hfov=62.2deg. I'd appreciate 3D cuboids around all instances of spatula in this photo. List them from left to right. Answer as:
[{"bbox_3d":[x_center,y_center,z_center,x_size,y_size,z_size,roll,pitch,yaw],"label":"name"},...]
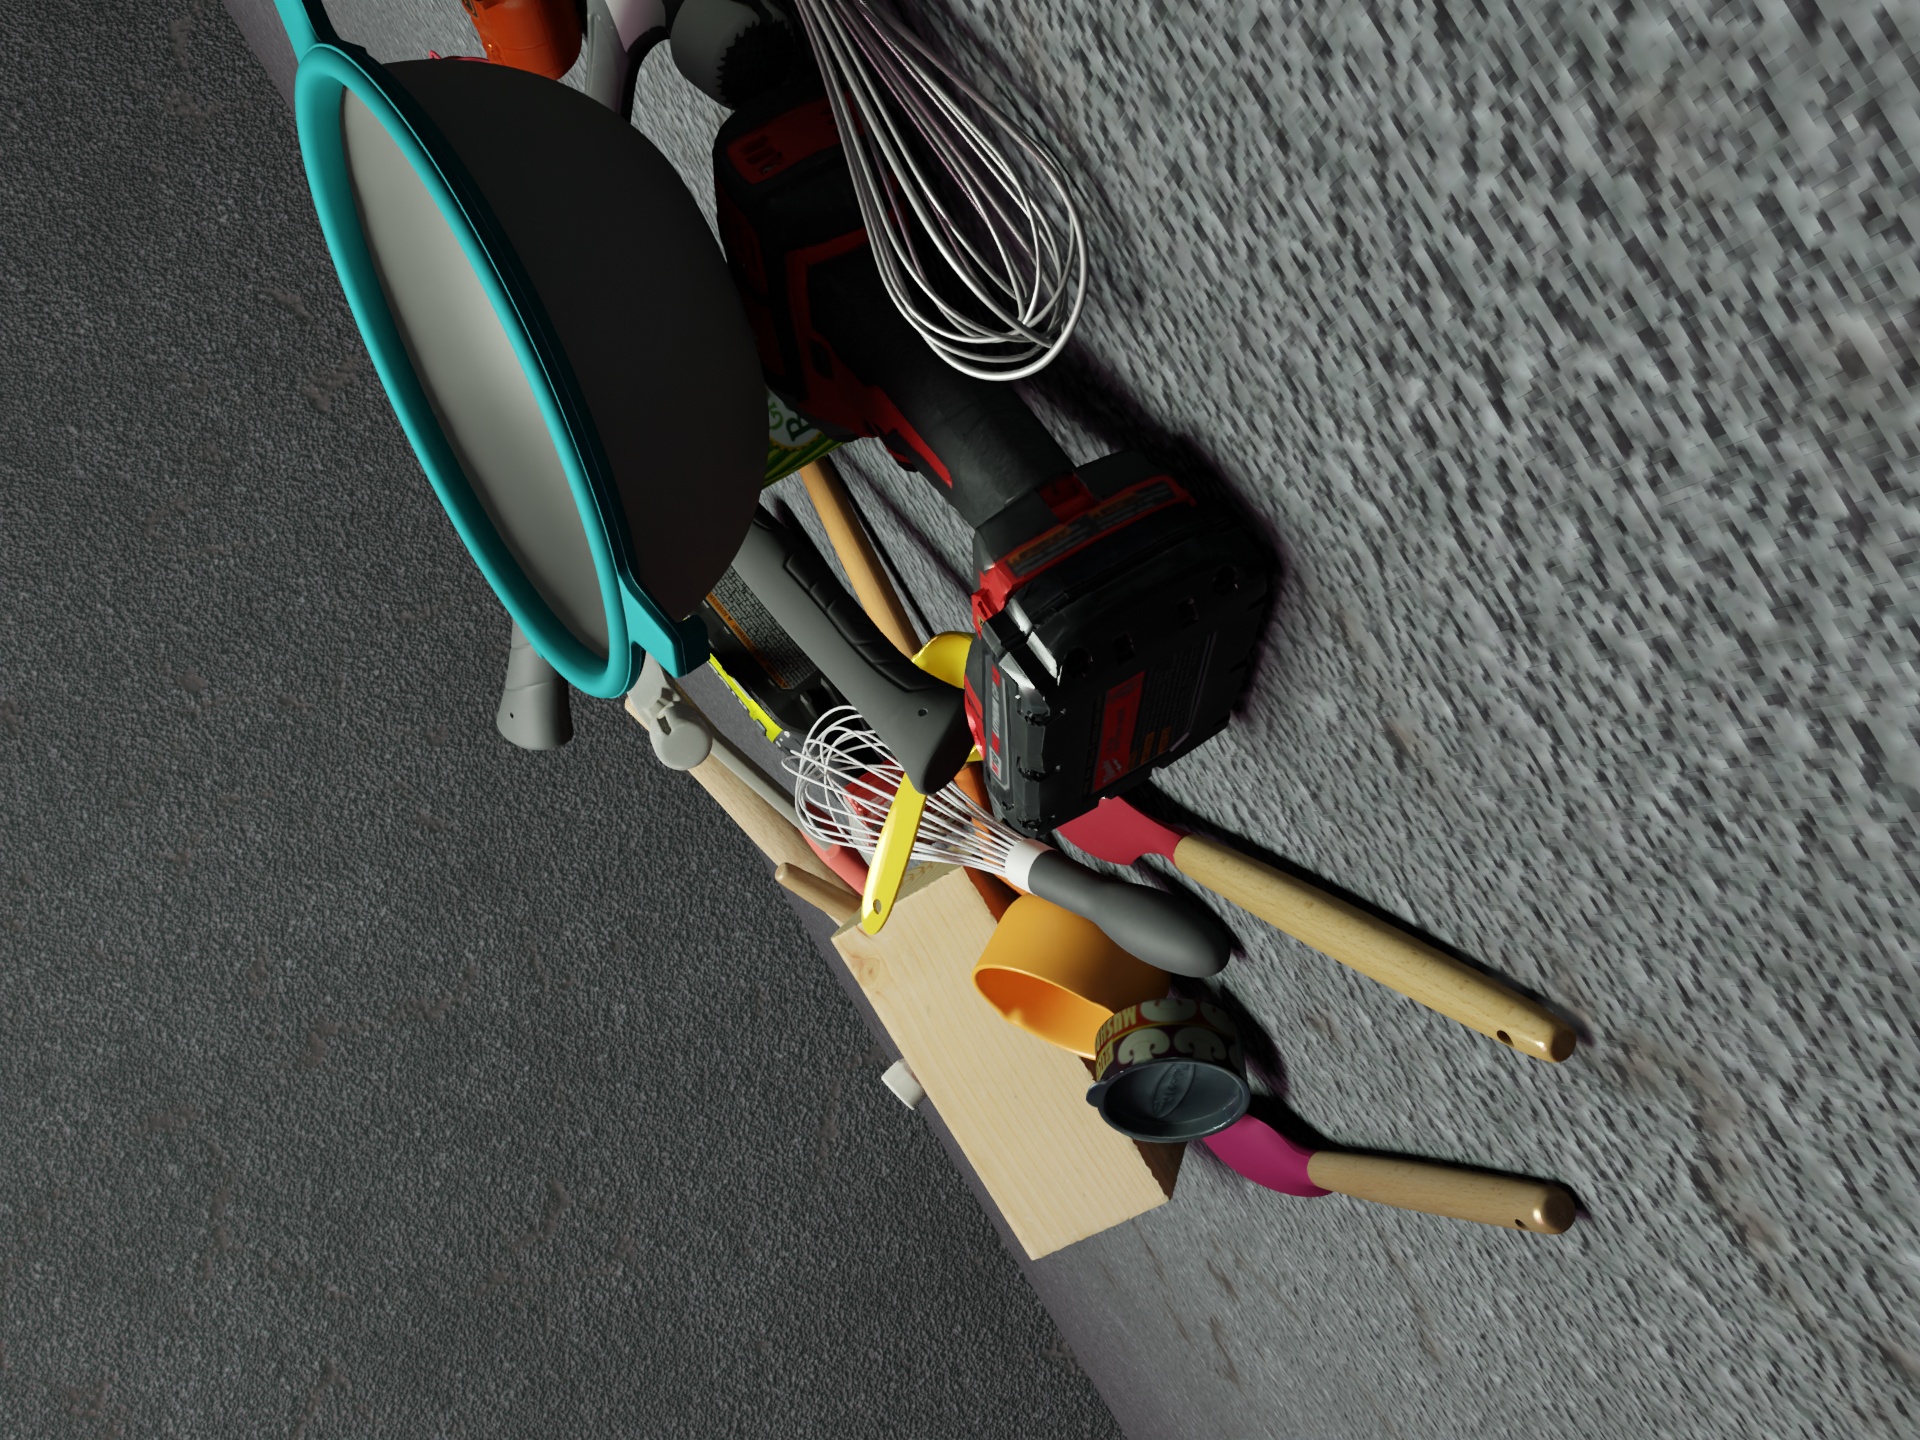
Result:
[{"bbox_3d":[-0.001,-0.003,0.802,0.322,0.041,0.081,63,167,-6],"label":"spatula"},{"bbox_3d":[0.012,0.172,0.961,0.317,0.044,0.082,34,-179,-25],"label":"spatula"}]

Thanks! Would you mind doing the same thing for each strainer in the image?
[{"bbox_3d":[-0.145,-0.178,0.499,0.211,0.095,0.340,8,122,63],"label":"strainer"}]

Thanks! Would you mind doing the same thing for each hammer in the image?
[{"bbox_3d":[-0.165,-0.132,0.662,0.149,0.036,0.408,43,138,20],"label":"hammer"},{"bbox_3d":[-0.104,-0.084,0.727,0.335,0.146,0.035,47,166,31],"label":"hammer"},{"bbox_3d":[-0.093,0.097,1.046,0.331,0.130,0.031,49,168,-12],"label":"hammer"},{"bbox_3d":[-0.067,0.085,0.984,0.358,0.036,0.149,44,-177,-28],"label":"hammer"}]

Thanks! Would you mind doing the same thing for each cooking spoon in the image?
[{"bbox_3d":[0.154,0.181,0.633,0.069,0.017,0.319,39,165,0],"label":"cooking spoon"}]

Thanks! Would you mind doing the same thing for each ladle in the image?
[{"bbox_3d":[0.096,0.054,0.558,0.069,0.031,0.316,62,165,-22],"label":"ladle"}]

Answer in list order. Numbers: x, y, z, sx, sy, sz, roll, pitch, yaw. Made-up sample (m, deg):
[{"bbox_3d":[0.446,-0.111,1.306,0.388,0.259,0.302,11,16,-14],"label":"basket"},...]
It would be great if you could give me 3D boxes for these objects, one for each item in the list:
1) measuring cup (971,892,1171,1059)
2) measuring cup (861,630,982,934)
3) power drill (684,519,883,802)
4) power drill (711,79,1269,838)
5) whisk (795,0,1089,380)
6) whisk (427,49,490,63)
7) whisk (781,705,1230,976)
[{"bbox_3d":[0.088,0.140,0.758,0.173,0.052,0.095,35,155,-17],"label":"measuring cup"},{"bbox_3d":[-0.010,0.031,0.711,0.062,0.029,0.156,44,124,41],"label":"measuring cup"},{"bbox_3d":[-0.111,-0.031,1.024,0.190,0.080,0.228,50,169,4],"label":"power drill"},{"bbox_3d":[-0.004,-0.081,0.502,0.220,0.078,0.143,56,167,22],"label":"power drill"},{"bbox_3d":[-0.038,-0.198,0.426,0.059,0.058,0.246,-36,81,38],"label":"whisk"},{"bbox_3d":[-0.215,-0.256,0.933,0.295,0.073,0.073,57,169,-28],"label":"whisk"},{"bbox_3d":[0.012,0.055,0.733,0.285,0.070,0.070,22,145,44],"label":"whisk"}]
